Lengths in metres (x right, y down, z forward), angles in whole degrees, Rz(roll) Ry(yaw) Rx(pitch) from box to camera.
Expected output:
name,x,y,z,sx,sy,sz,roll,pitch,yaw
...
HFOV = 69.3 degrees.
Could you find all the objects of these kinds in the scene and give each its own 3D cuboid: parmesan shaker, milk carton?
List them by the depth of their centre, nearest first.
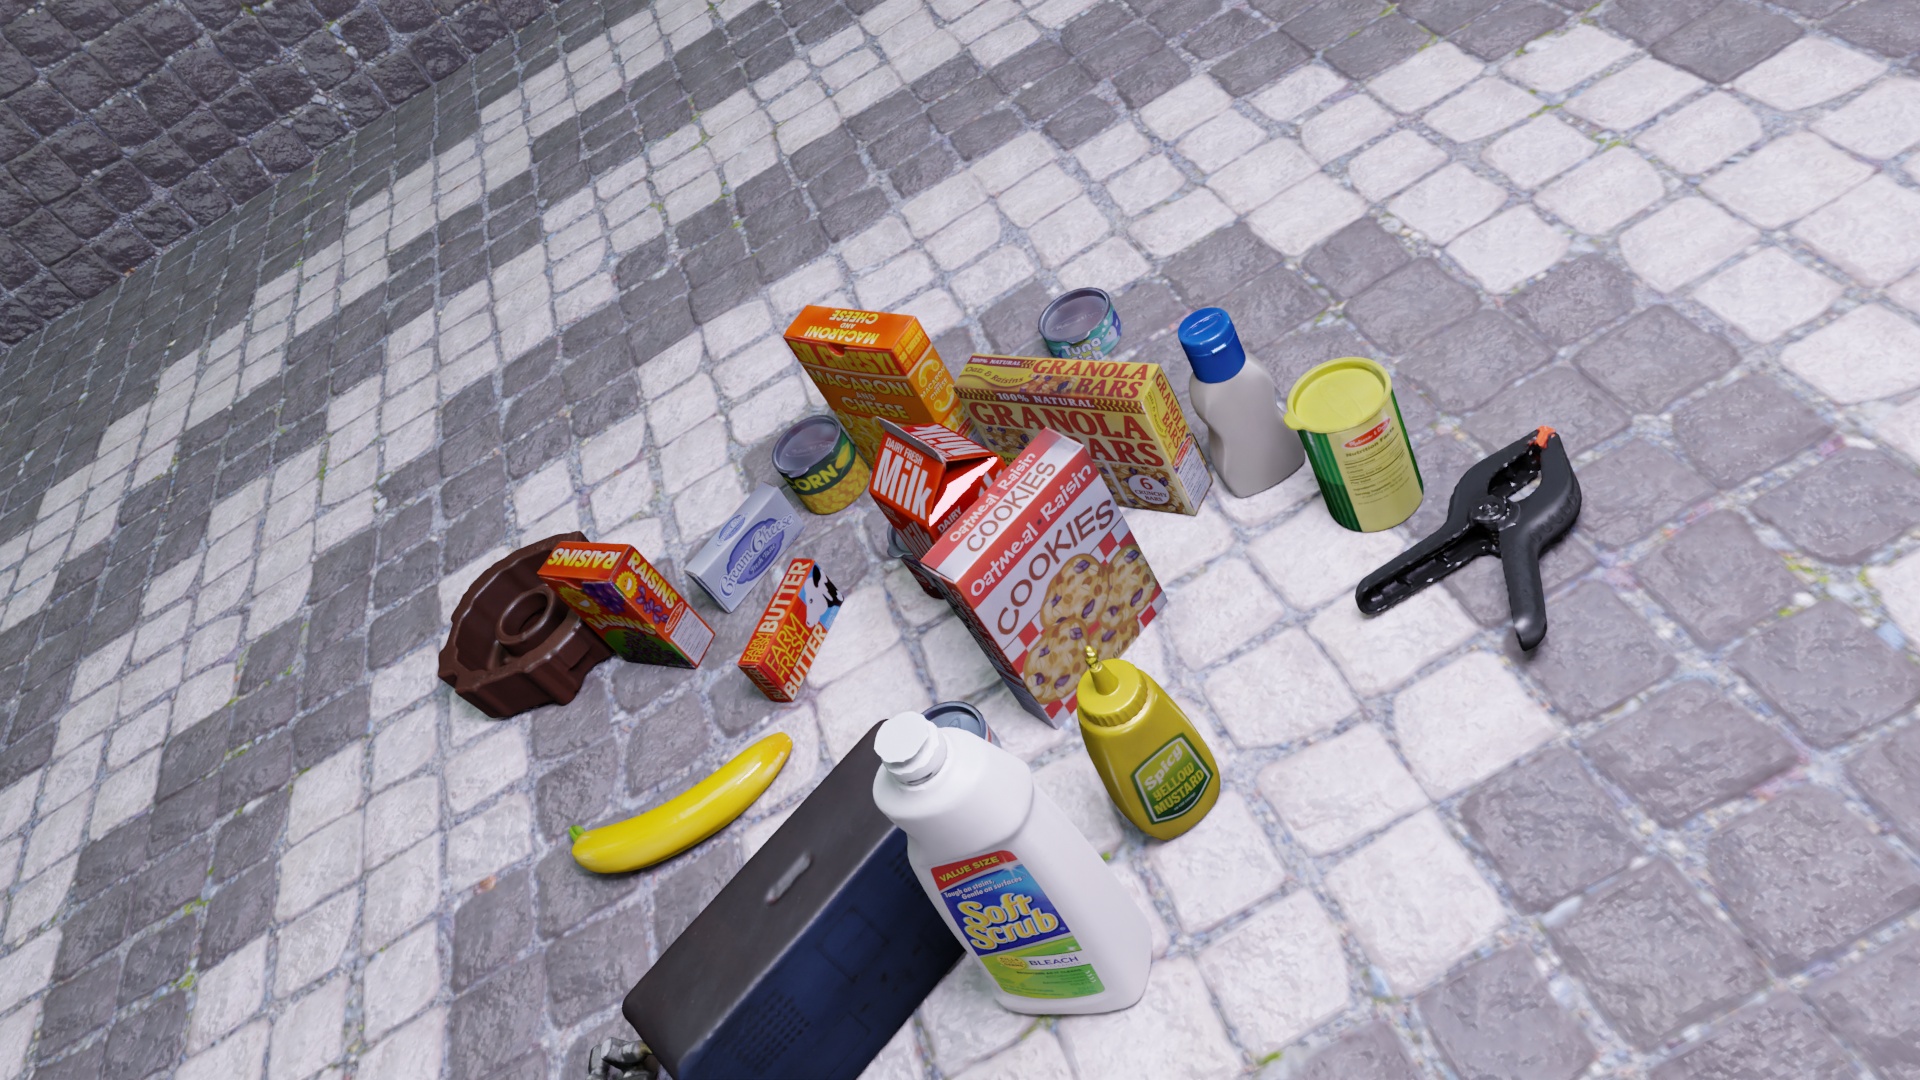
name,x,y,z,sx,sy,sz,roll,pitch,yaw
parmesan shaker,0.259,-0.061,0.918,0.071,0.102,0.072,-18,44,18
milk carton,0.003,-0.012,0.966,0.073,0.190,0.072,-45,42,-13

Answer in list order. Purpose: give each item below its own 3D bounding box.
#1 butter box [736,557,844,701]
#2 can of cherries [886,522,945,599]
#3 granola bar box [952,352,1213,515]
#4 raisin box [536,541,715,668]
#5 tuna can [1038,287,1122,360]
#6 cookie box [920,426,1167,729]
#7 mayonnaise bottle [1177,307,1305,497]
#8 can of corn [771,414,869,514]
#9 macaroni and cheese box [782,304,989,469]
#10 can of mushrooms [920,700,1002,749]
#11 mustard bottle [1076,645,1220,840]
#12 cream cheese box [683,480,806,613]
name,x,y,z,sx,sy,sz,roll,pitch,yaw
butter box,-0.130,0.069,1.077,0.024,0.053,0.104,2,52,34
can of cherries,-0.016,0.004,1.063,0.071,0.058,0.072,-18,44,18
granola bar box,0.091,-0.080,1.027,0.165,0.123,0.039,9,57,38
raisin box,-0.270,0.053,1.127,0.086,0.123,0.040,3,53,34
tuna can,0.103,-0.181,1.184,0.071,0.032,0.071,-17,44,18
cookie box,0.059,0.027,0.912,0.123,0.166,0.040,-47,43,-15
mayonnaise bottle,0.191,-0.096,0.961,0.065,0.147,0.041,-30,41,4
can of corn,-0.120,-0.063,1.192,0.071,0.058,0.071,-18,44,18
macaroni and cheese box,-0.053,-0.112,1.115,0.124,0.166,0.040,13,59,40
can of mushrooms,-0.009,0.145,0.943,0.071,0.033,0.071,-17,44,18
mustard bottle,0.102,0.113,0.808,0.065,0.159,0.049,-40,41,-6
cream cheese box,-0.180,0.006,1.169,0.024,0.053,0.104,21,64,43
